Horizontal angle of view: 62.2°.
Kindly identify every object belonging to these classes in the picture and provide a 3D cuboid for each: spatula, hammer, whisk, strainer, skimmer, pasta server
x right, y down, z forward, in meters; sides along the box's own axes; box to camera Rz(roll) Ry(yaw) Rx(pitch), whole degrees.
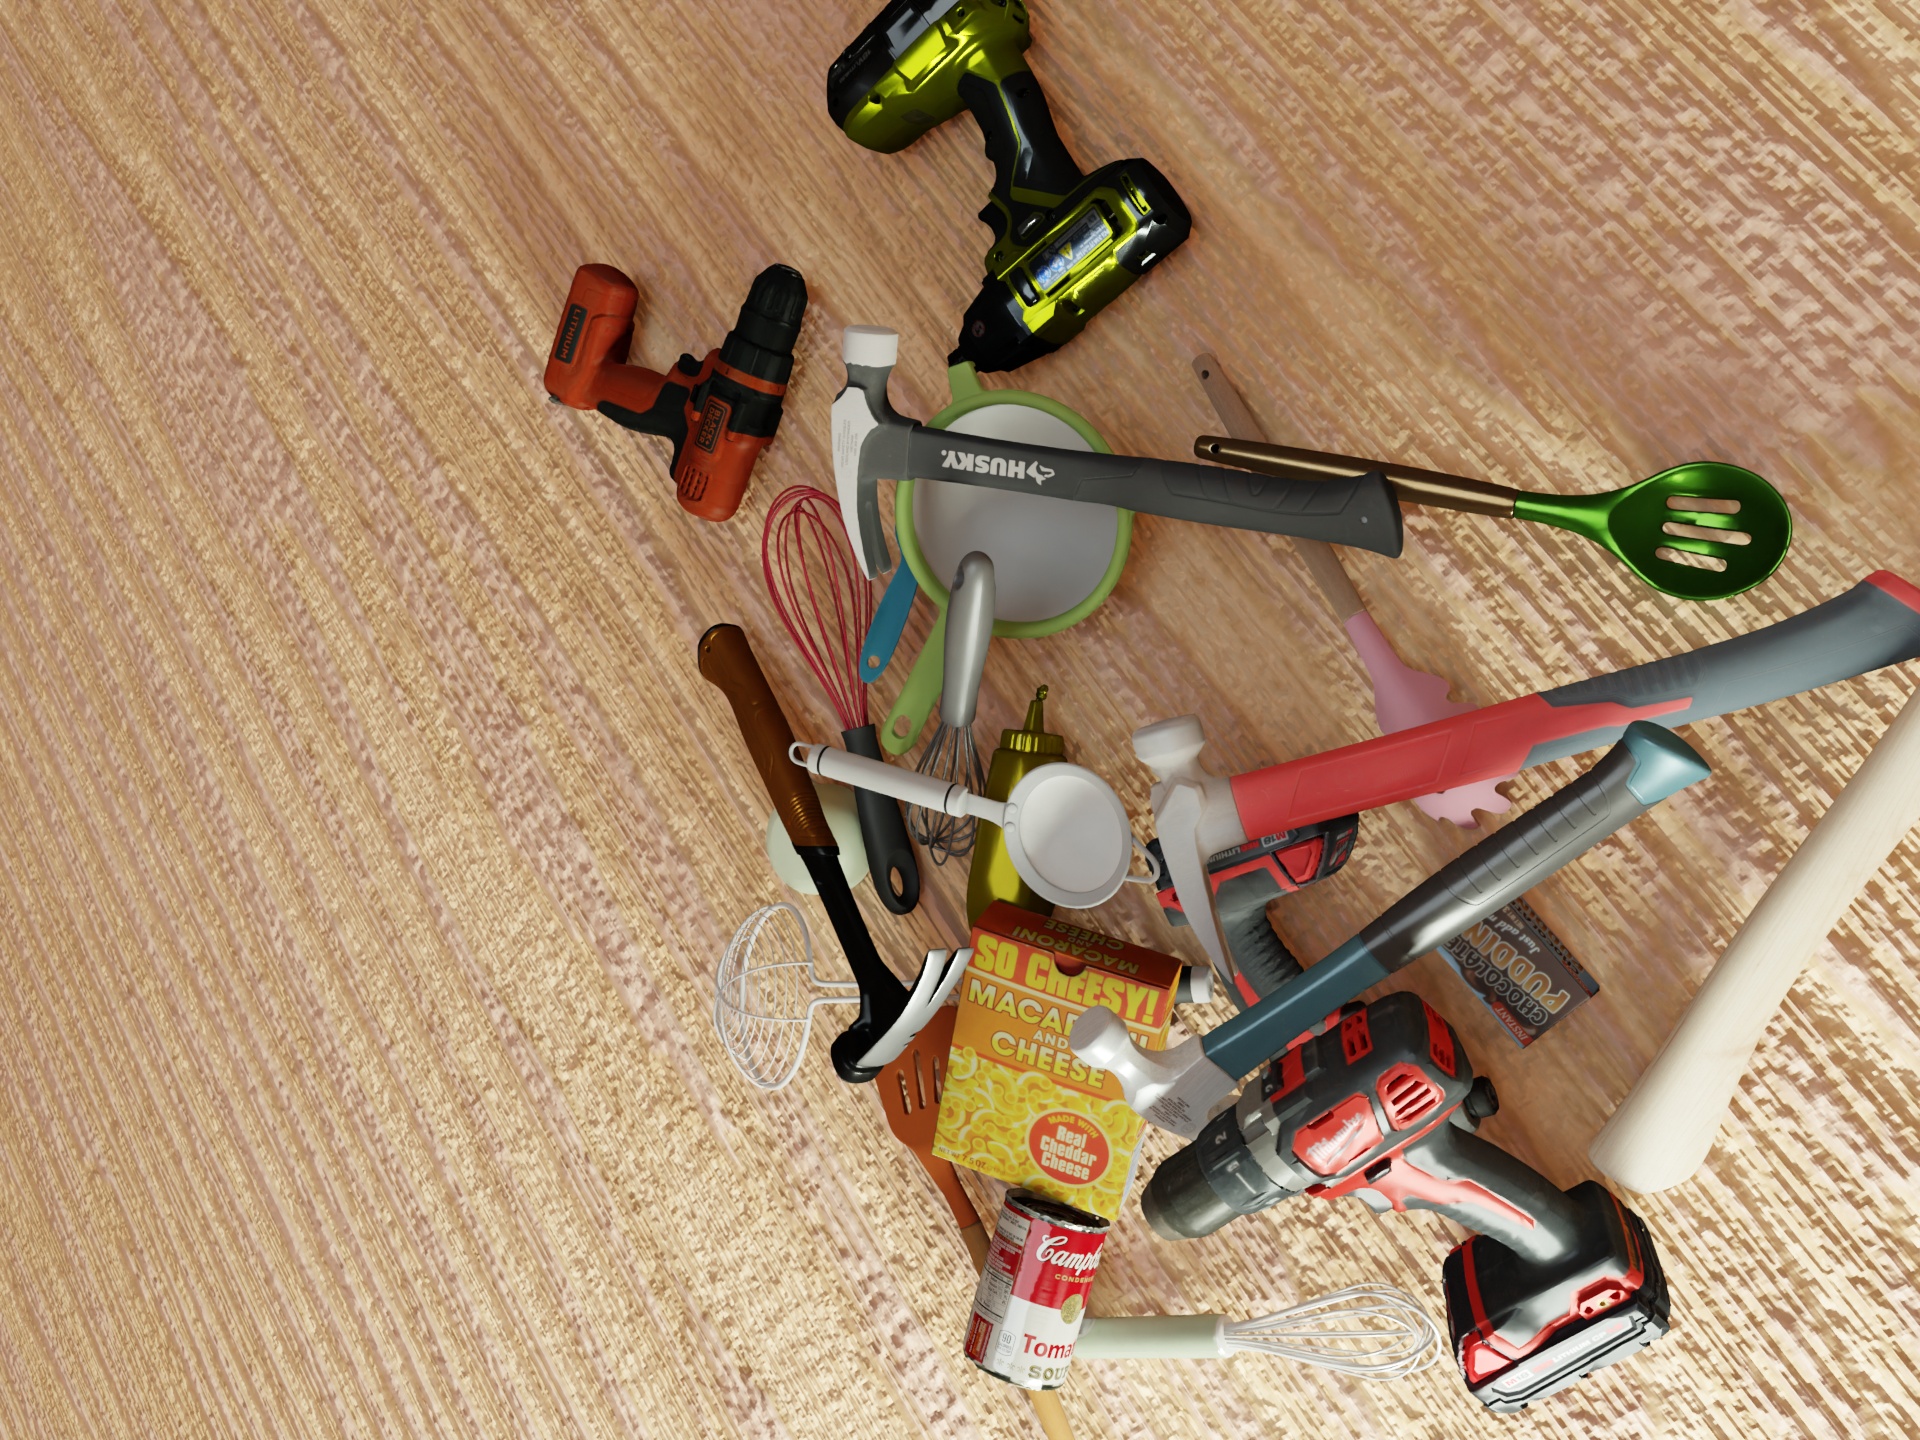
[{"bbox_3d":[0.021,0.349,1.042,0.081,0.041,0.323,-27,82,27],"label":"spatula"},{"bbox_3d":[-0.099,0.059,1.034,0.127,0.034,0.337,-53,51,33],"label":"hammer"},{"bbox_3d":[0.218,0.108,0.796,0.331,0.033,0.128,-40,113,20],"label":"hammer"},{"bbox_3d":[-0.073,-0.014,1.061,0.073,0.073,0.296,-14,90,31],"label":"whisk"},{"bbox_3d":[0.007,0.048,0.952,0.258,0.050,0.087,16,108,24],"label":"strainer"},{"bbox_3d":[0.018,-0.089,1.001,0.151,0.069,0.256,33,118,9],"label":"strainer"},{"bbox_3d":[0.412,0.056,0.753,0.146,0.038,0.410,23,111,-7],"label":"hammer"},{"bbox_3d":[-0.008,0.178,1.046,0.363,0.090,0.127,-5,76,21],"label":"skimmer"},{"bbox_3d":[-0.002,-0.002,0.975,0.055,0.055,0.238,32,135,26],"label":"whisk"},{"bbox_3d":[0.214,-0.080,0.905,0.060,0.040,0.316,-36,70,27],"label":"pasta server"},{"bbox_3d":[0.082,-0.131,0.902,0.335,0.035,0.146,12,110,18],"label":"hammer"},{"bbox_3d":[0.290,0.020,0.799,0.386,0.038,0.143,-17,91,15],"label":"hammer"},{"bbox_3d":[0.165,0.365,0.942,0.246,0.058,0.059,-17,108,35],"label":"whisk"}]

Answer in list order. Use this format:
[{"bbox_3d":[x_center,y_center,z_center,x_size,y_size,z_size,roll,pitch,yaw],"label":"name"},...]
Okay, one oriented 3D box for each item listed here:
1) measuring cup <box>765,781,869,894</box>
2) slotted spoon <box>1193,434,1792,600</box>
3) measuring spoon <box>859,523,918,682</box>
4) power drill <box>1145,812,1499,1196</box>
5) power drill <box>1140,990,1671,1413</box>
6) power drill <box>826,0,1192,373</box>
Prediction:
[{"bbox_3d":[-0.123,0.045,1.103,0.083,0.038,0.168,-40,75,26],"label":"measuring cup"},{"bbox_3d":[0.273,-0.123,0.853,0.314,0.031,0.070,15,99,26],"label":"slotted spoon"},{"bbox_3d":[-0.037,-0.084,1.042,0.042,0.021,0.128,22,88,7],"label":"measuring spoon"},{"bbox_3d":[0.202,0.150,0.894,0.143,0.078,0.220,-23,83,30],"label":"power drill"},{"bbox_3d":[0.224,0.255,0.815,0.226,0.080,0.188,41,116,-15],"label":"power drill"},{"bbox_3d":[0.017,-0.336,0.984,0.171,0.080,0.223,-36,77,27],"label":"power drill"}]
